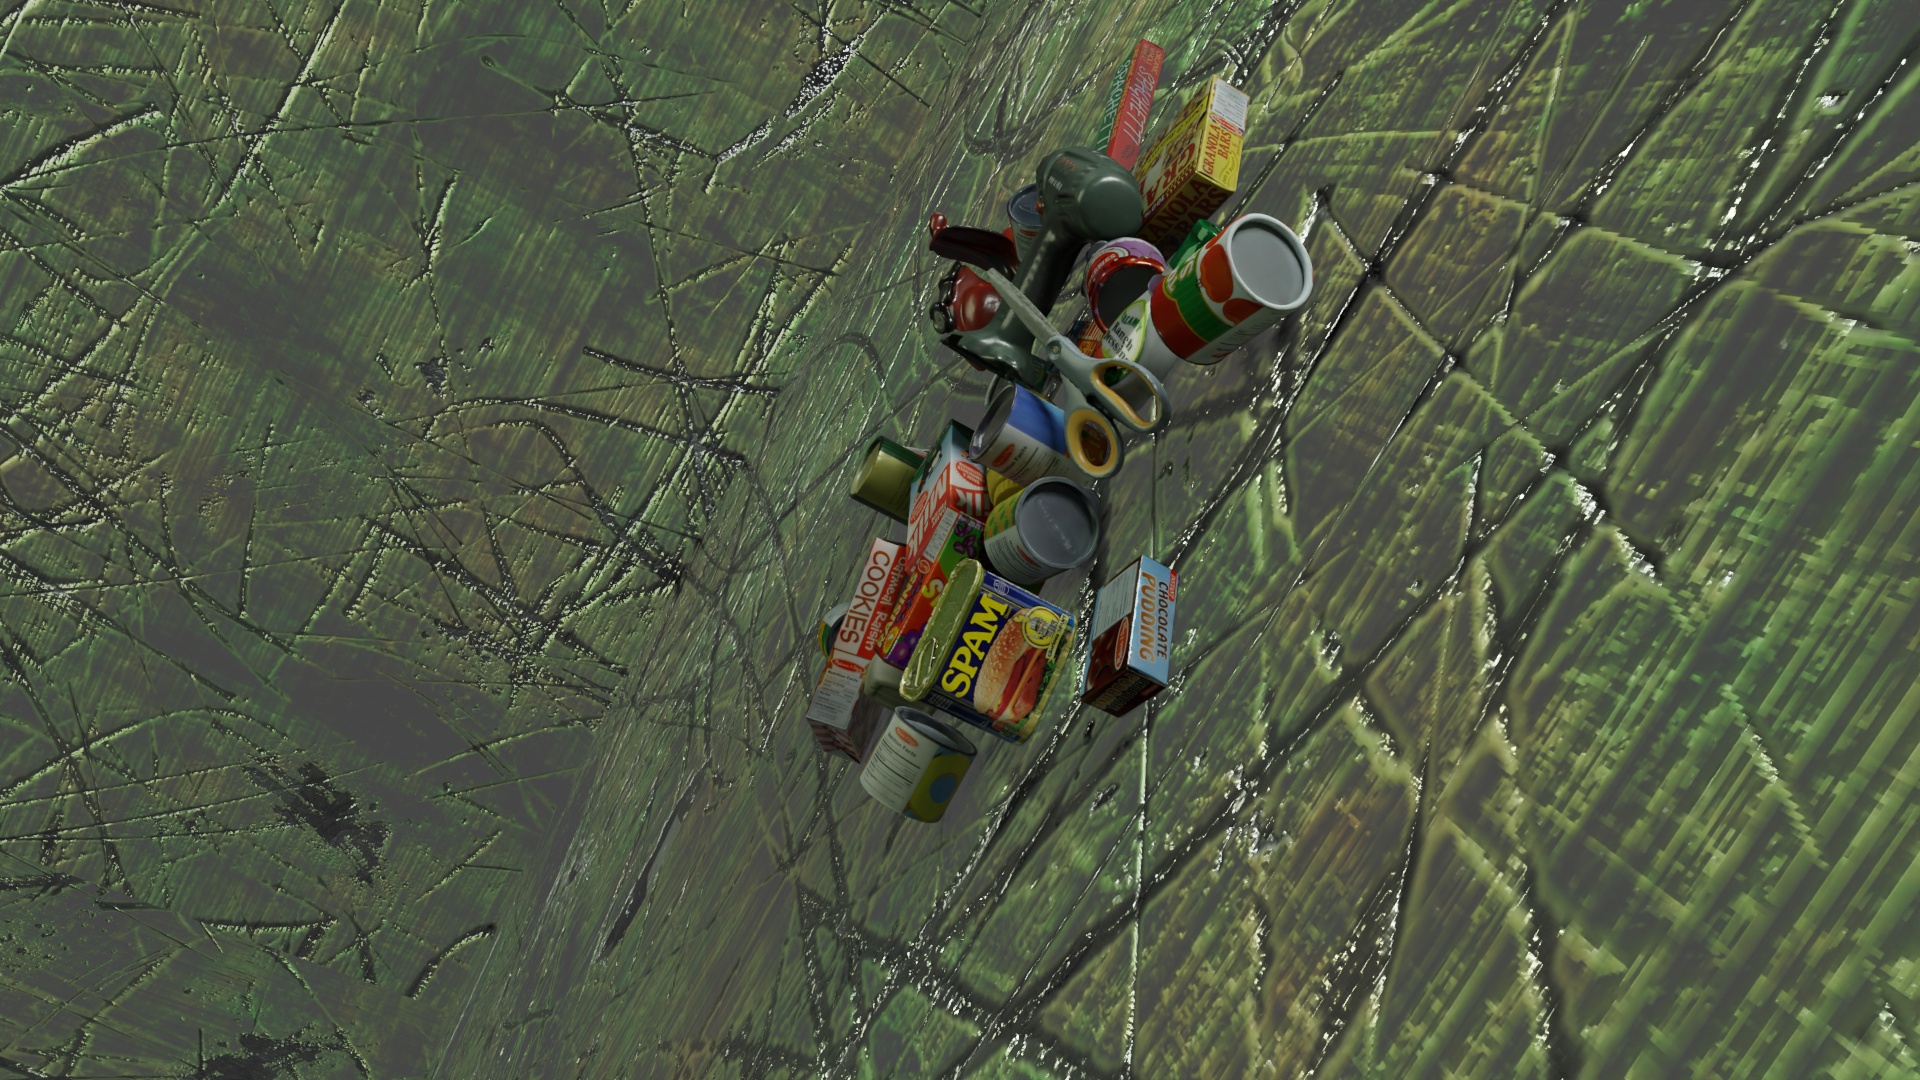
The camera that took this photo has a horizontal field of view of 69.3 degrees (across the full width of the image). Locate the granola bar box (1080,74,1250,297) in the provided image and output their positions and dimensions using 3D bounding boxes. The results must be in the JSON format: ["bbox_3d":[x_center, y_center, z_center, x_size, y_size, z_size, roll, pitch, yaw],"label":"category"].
[{"bbox_3d":[0.165,-0.280,1.133,0.164,0.039,0.125,-43,25,50],"label":"granola bar box"}]

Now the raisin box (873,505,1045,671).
[{"bbox_3d":[0.003,0.048,1.021,0.123,0.086,0.040,-62,20,1],"label":"raisin box"}]

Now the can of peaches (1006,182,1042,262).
[{"bbox_3d":[0.083,-0.307,1.351,0.057,0.071,0.071,74,-153,-52],"label":"can of peaches"}]

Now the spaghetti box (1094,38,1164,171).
[{"bbox_3d":[0.158,-0.400,1.368,0.050,0.028,0.251,-41,27,51],"label":"spaghetti box"}]

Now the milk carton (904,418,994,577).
[{"bbox_3d":[0.004,-0.014,1.144,0.072,0.073,0.191,-54,18,29],"label":"milk carton"}]

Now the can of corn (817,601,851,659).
[{"bbox_3d":[-0.097,0.095,1.304,0.071,0.071,0.058,-64,15,-3],"label":"can of corn"}]

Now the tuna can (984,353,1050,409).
[{"bbox_3d":[0.053,-0.142,1.273,0.070,0.033,0.071,-55,17,27],"label":"tuna can"}]

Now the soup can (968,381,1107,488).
[{"bbox_3d":[0.059,-0.073,1.047,0.071,0.084,0.072,-54,18,27],"label":"soup can"}]

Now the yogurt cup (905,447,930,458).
[{"bbox_3d":[-0.053,-0.055,1.411,0.072,0.072,0.054,-38,37,56],"label":"yogurt cup"}]

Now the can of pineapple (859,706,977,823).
[{"bbox_3d":[-0.029,0.159,0.985,0.058,0.071,0.071,-62,16,5],"label":"can of pineapple"}]

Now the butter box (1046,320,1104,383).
[{"bbox_3d":[0.105,-0.152,1.140,0.053,0.024,0.103,-63,15,3],"label":"butter box"}]

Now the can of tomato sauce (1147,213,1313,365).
[{"bbox_3d":[0.167,-0.157,0.868,0.082,0.071,0.071,-34,33,59],"label":"can of tomato sauce"}]

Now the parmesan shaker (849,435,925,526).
[{"bbox_3d":[-0.043,-0.049,1.292,0.071,0.103,0.071,-55,17,26],"label":"parmesan shaker"}]

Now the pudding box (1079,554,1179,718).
[{"bbox_3d":[0.099,0.056,0.810,0.049,0.030,0.084,-44,25,47],"label":"pudding box"}]

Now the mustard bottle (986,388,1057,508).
[{"bbox_3d":[0.049,-0.059,1.118,0.065,0.049,0.161,-55,17,35],"label":"mustard bottle"}]

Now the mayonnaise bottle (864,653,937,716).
[{"bbox_3d":[-0.030,0.074,1.135,0.041,0.065,0.149,122,170,-47],"label":"mayonnaise bottle"}]

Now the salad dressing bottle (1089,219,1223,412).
[{"bbox_3d":[0.143,-0.158,0.991,0.147,0.044,0.064,-56,33,23],"label":"salad dressing bottle"}]

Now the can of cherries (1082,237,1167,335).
[{"bbox_3d":[0.126,-0.189,1.048,0.071,0.071,0.059,-55,18,25],"label":"can of cherries"}]

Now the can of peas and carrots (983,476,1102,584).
[{"bbox_3d":[0.059,-0.008,0.978,0.058,0.071,0.071,-30,36,63],"label":"can of peas and carrots"}]

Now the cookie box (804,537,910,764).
[{"bbox_3d":[-0.078,0.097,1.198,0.122,0.040,0.168,84,-155,-67],"label":"cookie box"}]
